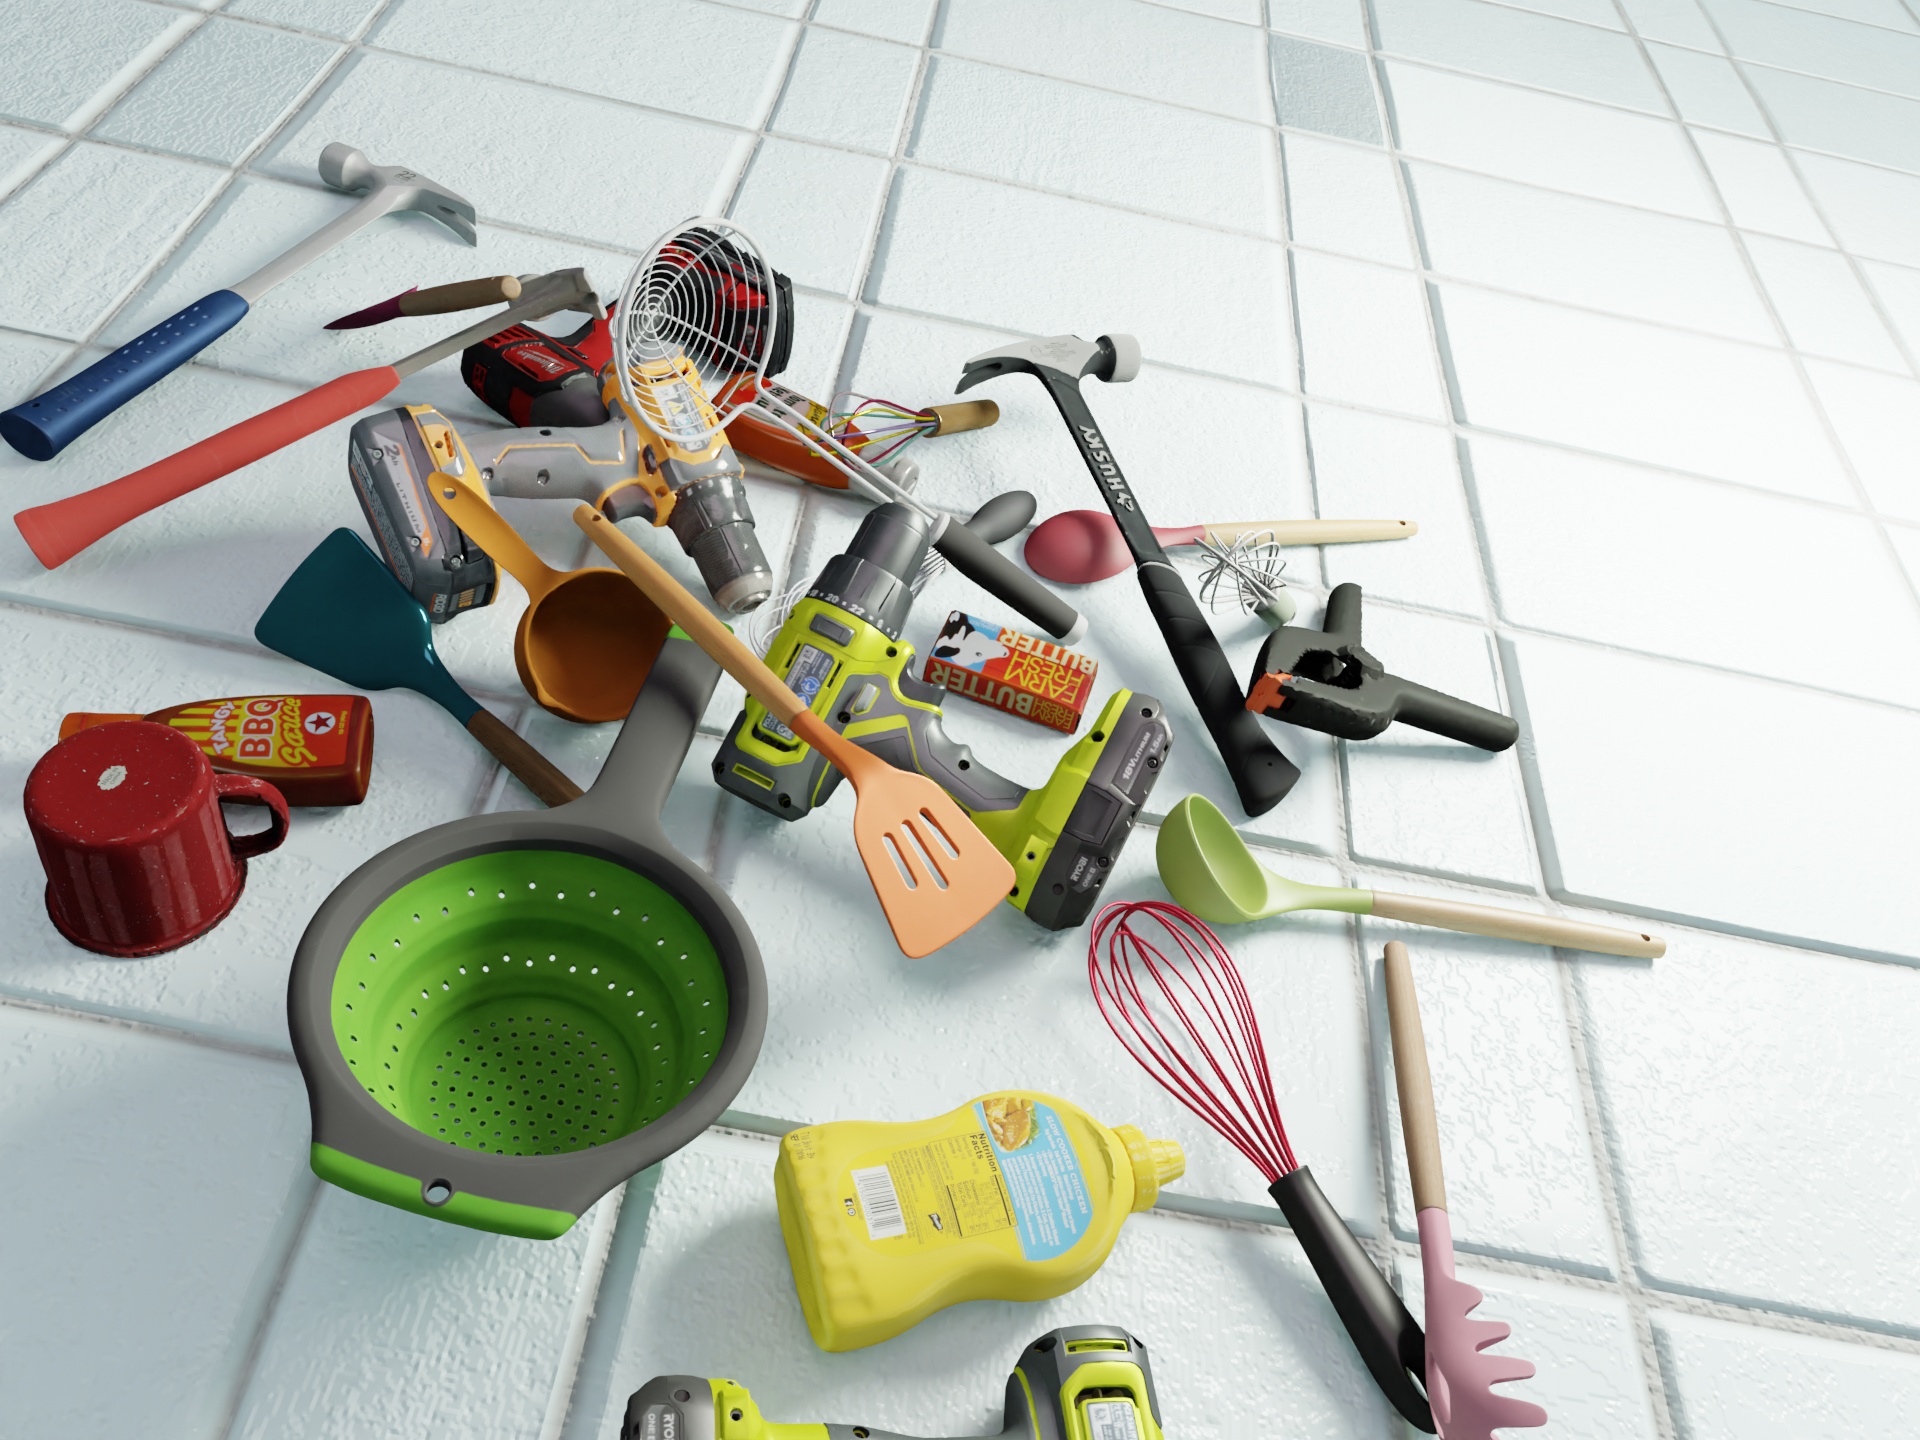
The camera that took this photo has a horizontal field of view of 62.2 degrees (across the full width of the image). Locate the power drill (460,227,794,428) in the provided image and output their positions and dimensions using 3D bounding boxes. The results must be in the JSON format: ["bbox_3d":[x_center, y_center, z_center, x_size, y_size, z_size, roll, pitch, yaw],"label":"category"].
[{"bbox_3d":[-0.226,-0.261,1.130,0.143,0.078,0.220,35,52,21],"label":"power drill"}]

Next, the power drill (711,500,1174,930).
[{"bbox_3d":[-0.001,-0.003,0.889,0.228,0.080,0.190,26,80,8],"label":"power drill"}]

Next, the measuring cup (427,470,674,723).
[{"bbox_3d":[-0.240,-0.071,0.906,0.173,0.052,0.095,47,68,-13],"label":"measuring cup"}]

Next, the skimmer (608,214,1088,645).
[{"bbox_3d":[-0.050,-0.153,0.955,0.363,0.090,0.127,35,76,-21],"label":"skimmer"}]

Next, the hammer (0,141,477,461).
[{"bbox_3d":[-0.502,-0.300,1.125,0.144,0.035,0.406,22,46,8],"label":"hammer"}]

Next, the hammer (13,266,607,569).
[{"bbox_3d":[-0.390,-0.189,0.969,0.359,0.036,0.149,-32,26,-18],"label":"hammer"}]

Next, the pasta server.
[{"bbox_3d":[0.238,0.224,0.785,0.040,0.060,0.316,6,36,4],"label":"pasta server"}]

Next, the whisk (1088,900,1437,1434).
[{"bbox_3d":[0.151,0.209,0.787,0.073,0.073,0.296,-16,59,-27],"label":"whisk"}]

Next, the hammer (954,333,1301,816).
[{"bbox_3d":[0.121,-0.112,1.063,0.149,0.036,0.409,-7,57,-24],"label":"hammer"}]

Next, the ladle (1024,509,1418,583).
[{"bbox_3d":[0.196,-0.133,1.145,0.315,0.031,0.069,-5,51,-20],"label":"ladle"}]

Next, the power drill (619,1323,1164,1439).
[{"bbox_3d":[-0.018,0.330,0.614,0.223,0.080,0.171,4,46,-15],"label":"power drill"}]

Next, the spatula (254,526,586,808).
[{"bbox_3d":[-0.256,0.014,0.878,0.318,0.044,0.082,37,86,18],"label":"spatula"}]

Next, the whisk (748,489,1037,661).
[{"bbox_3d":[-0.033,-0.096,1.033,0.070,0.070,0.284,34,43,18],"label":"whisk"}]

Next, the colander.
[{"bbox_3d":[-0.183,0.093,0.789,0.204,0.094,0.397,17,41,-2],"label":"colander"}]

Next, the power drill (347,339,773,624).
[{"bbox_3d":[-0.236,-0.129,0.982,0.226,0.084,0.185,-21,78,-29],"label":"power drill"}]

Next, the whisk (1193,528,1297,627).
[{"bbox_3d":[0.185,-0.082,0.989,0.059,0.058,0.246,39,9,16],"label":"whisk"}]

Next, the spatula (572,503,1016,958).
[{"bbox_3d":[-0.103,-0.010,0.844,0.323,0.041,0.081,42,54,20],"label":"spatula"}]

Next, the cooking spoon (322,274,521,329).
[{"bbox_3d":[-0.349,-0.270,1.031,0.069,0.017,0.319,-34,27,-27],"label":"cooking spoon"}]

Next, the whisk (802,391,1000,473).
[{"bbox_3d":[-0.029,-0.204,1.096,0.051,0.047,0.245,33,26,16],"label":"whisk"}]

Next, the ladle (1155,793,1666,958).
[{"bbox_3d":[0.265,0.101,0.918,0.320,0.062,0.078,10,39,-8],"label":"ladle"}]
